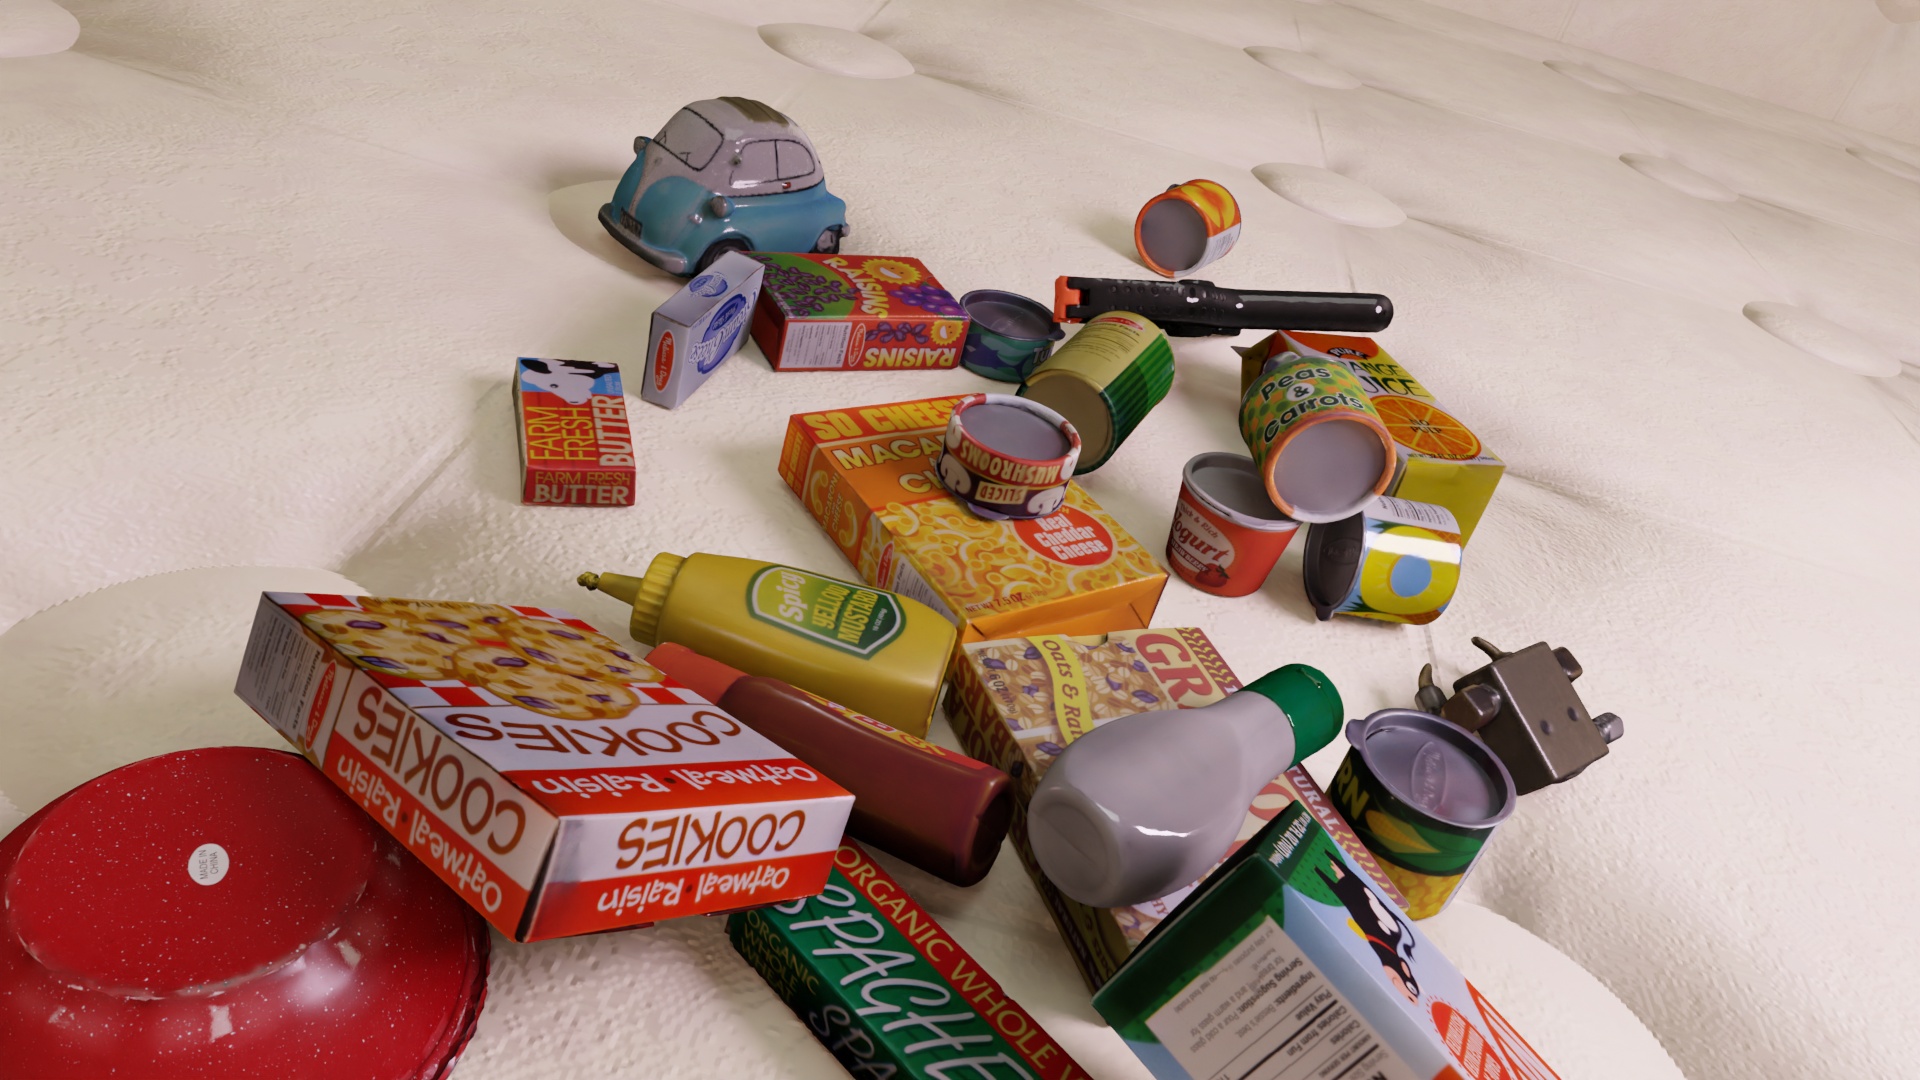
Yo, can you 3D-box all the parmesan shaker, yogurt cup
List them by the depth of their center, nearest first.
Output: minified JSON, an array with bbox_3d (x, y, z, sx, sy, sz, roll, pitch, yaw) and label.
[{"bbox_3d":[0.142,-0.007,0.733,0.072,0.053,0.073,11,34,-8],"label":"yogurt cup"},{"bbox_3d":[0.076,-0.087,0.812,0.071,0.071,0.103,26,35,14],"label":"parmesan shaker"}]

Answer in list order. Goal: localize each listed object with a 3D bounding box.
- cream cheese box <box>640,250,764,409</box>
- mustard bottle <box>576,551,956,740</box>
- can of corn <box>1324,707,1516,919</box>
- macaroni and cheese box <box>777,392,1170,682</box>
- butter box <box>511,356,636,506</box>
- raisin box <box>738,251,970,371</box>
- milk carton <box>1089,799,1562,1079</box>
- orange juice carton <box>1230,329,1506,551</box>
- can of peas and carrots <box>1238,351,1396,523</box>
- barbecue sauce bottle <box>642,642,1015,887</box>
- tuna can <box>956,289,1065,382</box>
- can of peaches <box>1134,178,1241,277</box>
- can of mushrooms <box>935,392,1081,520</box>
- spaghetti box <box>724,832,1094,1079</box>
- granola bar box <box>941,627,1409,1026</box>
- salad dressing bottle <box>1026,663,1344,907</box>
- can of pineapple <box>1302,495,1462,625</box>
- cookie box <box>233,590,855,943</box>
[{"bbox_3d":[-0.143,-0.119,0.775,0.024,0.053,0.104,22,34,4],"label":"cream cheese box"},{"bbox_3d":[-0.084,0.037,0.577,0.160,0.048,0.065,17,32,0],"label":"mustard bottle"},{"bbox_3d":[0.182,0.112,0.574,0.071,0.058,0.071,11,34,-8],"label":"can of corn"},{"bbox_3d":[0.002,-0.009,0.689,0.124,0.040,0.167,-11,42,-35],"label":"macaroni and cheese box"},{"bbox_3d":[-0.192,-0.054,0.687,0.053,0.024,0.104,1,36,-21],"label":"butter box"},{"bbox_3d":[-0.068,-0.142,0.853,0.124,0.039,0.086,-4,38,-29],"label":"raisin box"},{"bbox_3d":[0.135,0.177,0.407,0.191,0.073,0.072,47,18,15],"label":"milk carton"},{"bbox_3d":[0.235,-0.069,0.846,0.072,0.072,0.193,1,36,-22],"label":"orange juice carton"},{"bbox_3d":[0.179,-0.053,0.701,0.071,0.070,0.059,9,34,-11],"label":"can of peas and carrots"},{"bbox_3d":[-0.055,0.081,0.521,0.149,0.064,0.044,20,74,18],"label":"barbecue sauce bottle"},{"bbox_3d":[0.030,-0.129,0.881,0.071,0.032,0.071,11,34,-7],"label":"tuna can"},{"bbox_3d":[0.174,-0.244,1.078,0.071,0.071,0.058,30,37,20],"label":"can of peaches"},{"bbox_3d":[0.023,-0.041,0.676,0.071,0.033,0.071,12,34,-8],"label":"can of mushrooms"},{"bbox_3d":[0.022,0.185,0.426,0.250,0.028,0.050,38,38,29],"label":"spaghetti box"},{"bbox_3d":[0.080,0.103,0.560,0.124,0.038,0.166,-2,38,-26],"label":"granola bar box"},{"bbox_3d":[0.089,0.085,0.516,0.148,0.043,0.064,-19,45,-41],"label":"salad dressing bottle"},{"bbox_3d":[0.221,0.011,0.733,0.058,0.070,0.071,9,34,-11],"label":"can of pineapple"},{"bbox_3d":[-0.136,0.068,0.454,0.167,0.040,0.123,25,9,35],"label":"cookie box"}]
